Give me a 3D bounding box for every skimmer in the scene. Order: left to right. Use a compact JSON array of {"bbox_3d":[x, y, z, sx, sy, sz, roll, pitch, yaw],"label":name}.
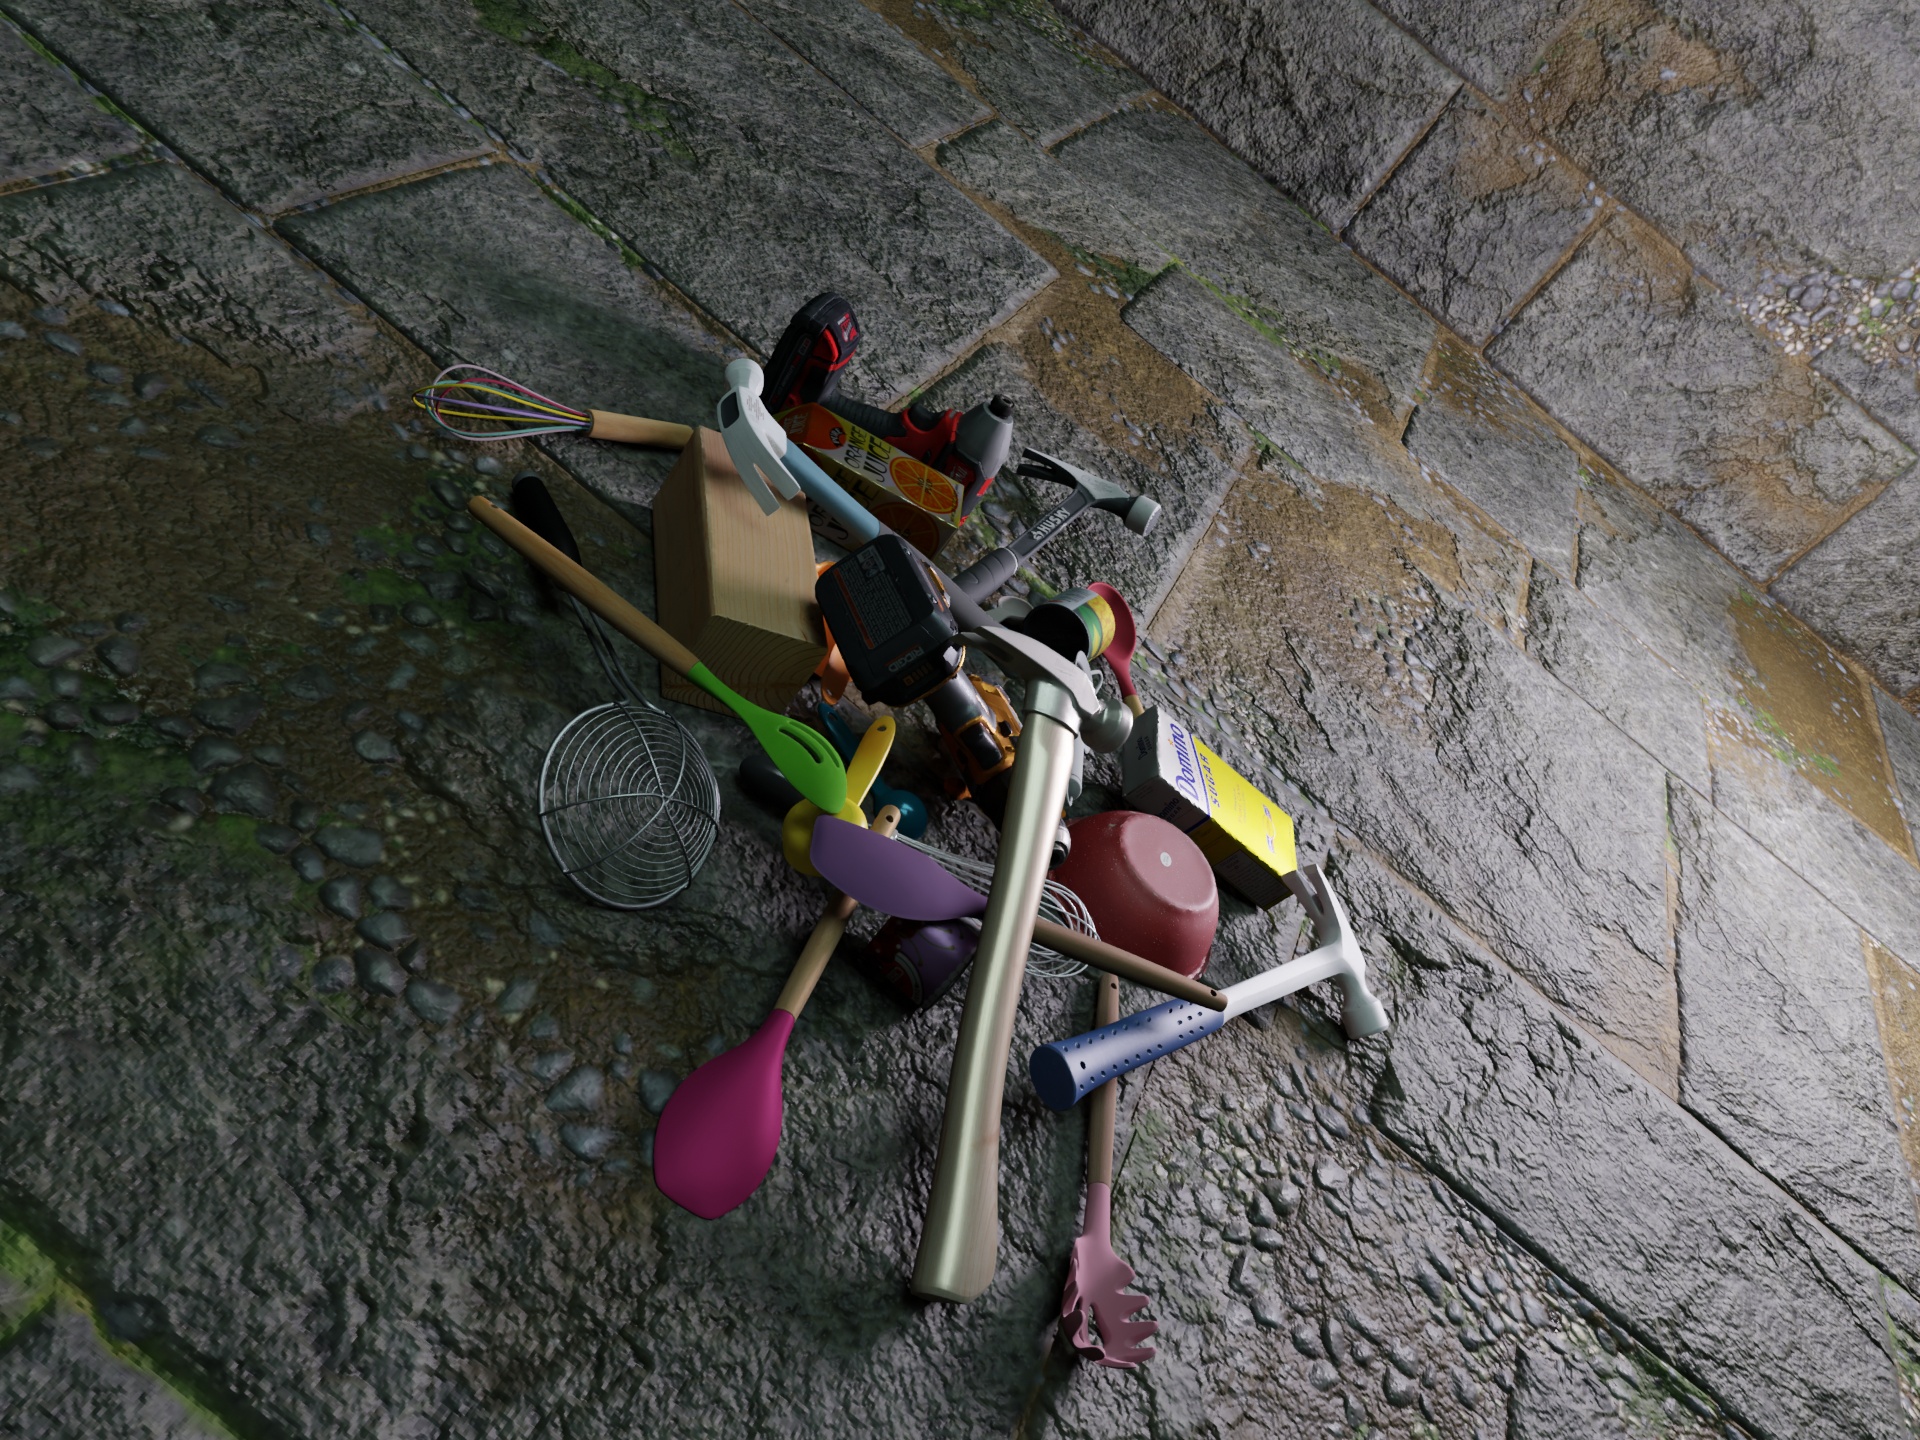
[{"bbox_3d":[-0.257,-0.035,1.059,0.127,0.090,0.364,12,33,-41],"label":"skimmer"}]

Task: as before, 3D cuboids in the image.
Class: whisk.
[{"bbox_3d":[-0.304,-0.232,1.223,0.244,0.047,0.051,0,50,-47],"label":"whisk"},{"bbox_3d":[-0.028,0.099,1.107,0.284,0.070,0.070,29,36,-6],"label":"whisk"}]

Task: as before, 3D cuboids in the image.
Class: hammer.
[{"bbox_3d":[-0.060,-0.138,1.228,0.330,0.033,0.128,39,27,-32],"label":"hammer"},{"bbox_3d":[0.019,0.139,0.973,0.146,0.038,0.411,31,58,-33],"label":"hammer"},{"bbox_3d":[0.046,-0.156,1.449,0.149,0.036,0.409,30,36,13],"label":"hammer"},{"bbox_3d":[0.186,0.202,1.153,0.405,0.035,0.144,-7,75,-49],"label":"hammer"}]

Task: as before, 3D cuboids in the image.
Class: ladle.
[{"bbox_3d":[0.159,0.001,1.406,0.069,0.031,0.316,16,43,-34],"label":"ladle"}]

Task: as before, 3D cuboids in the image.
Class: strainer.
[{"bbox_3d":[0.088,0.010,1.278,0.050,0.086,0.258,-6,21,8],"label":"strainer"}]

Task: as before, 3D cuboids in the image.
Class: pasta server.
[{"bbox_3d":[0.095,0.278,1.031,0.060,0.040,0.316,31,34,-15],"label":"pasta server"}]

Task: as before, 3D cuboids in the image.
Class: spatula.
[{"bbox_3d":[0.044,0.136,1.038,0.315,0.018,0.060,23,43,-19],"label":"spatula"}]

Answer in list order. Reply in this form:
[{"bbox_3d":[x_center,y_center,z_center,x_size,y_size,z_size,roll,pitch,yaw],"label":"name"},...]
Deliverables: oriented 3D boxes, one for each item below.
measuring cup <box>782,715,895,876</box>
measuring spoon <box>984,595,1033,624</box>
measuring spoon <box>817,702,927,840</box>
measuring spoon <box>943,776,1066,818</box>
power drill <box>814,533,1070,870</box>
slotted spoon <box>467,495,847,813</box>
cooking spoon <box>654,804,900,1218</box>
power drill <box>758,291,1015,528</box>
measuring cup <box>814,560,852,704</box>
[{"bbox_3d":[-0.074,0.040,1.067,0.062,0.029,0.157,10,44,13],"label":"measuring cup"},{"bbox_3d":[0.020,-0.081,1.382,0.034,0.018,0.124,35,38,25],"label":"measuring spoon"},{"bbox_3d":[-0.064,0.032,1.167,0.042,0.021,0.129,-15,63,-50],"label":"measuring spoon"},{"bbox_3d":[0.037,0.060,1.240,0.116,0.011,0.021,14,42,-32],"label":"measuring spoon"},{"bbox_3d":[-0.002,-0.004,1.127,0.226,0.084,0.186,52,8,-44],"label":"power drill"},{"bbox_3d":[-0.193,-0.048,1.024,0.314,0.031,0.070,37,17,4],"label":"slotted spoon"},{"bbox_3d":[-0.098,0.160,0.967,0.068,0.017,0.319,34,44,-7],"label":"cooking spoon"},{"bbox_3d":[-0.062,-0.274,1.406,0.219,0.143,0.079,34,33,-4],"label":"power drill"},{"bbox_3d":[-0.100,-0.049,1.180,0.095,0.052,0.174,44,27,-21],"label":"measuring cup"}]
